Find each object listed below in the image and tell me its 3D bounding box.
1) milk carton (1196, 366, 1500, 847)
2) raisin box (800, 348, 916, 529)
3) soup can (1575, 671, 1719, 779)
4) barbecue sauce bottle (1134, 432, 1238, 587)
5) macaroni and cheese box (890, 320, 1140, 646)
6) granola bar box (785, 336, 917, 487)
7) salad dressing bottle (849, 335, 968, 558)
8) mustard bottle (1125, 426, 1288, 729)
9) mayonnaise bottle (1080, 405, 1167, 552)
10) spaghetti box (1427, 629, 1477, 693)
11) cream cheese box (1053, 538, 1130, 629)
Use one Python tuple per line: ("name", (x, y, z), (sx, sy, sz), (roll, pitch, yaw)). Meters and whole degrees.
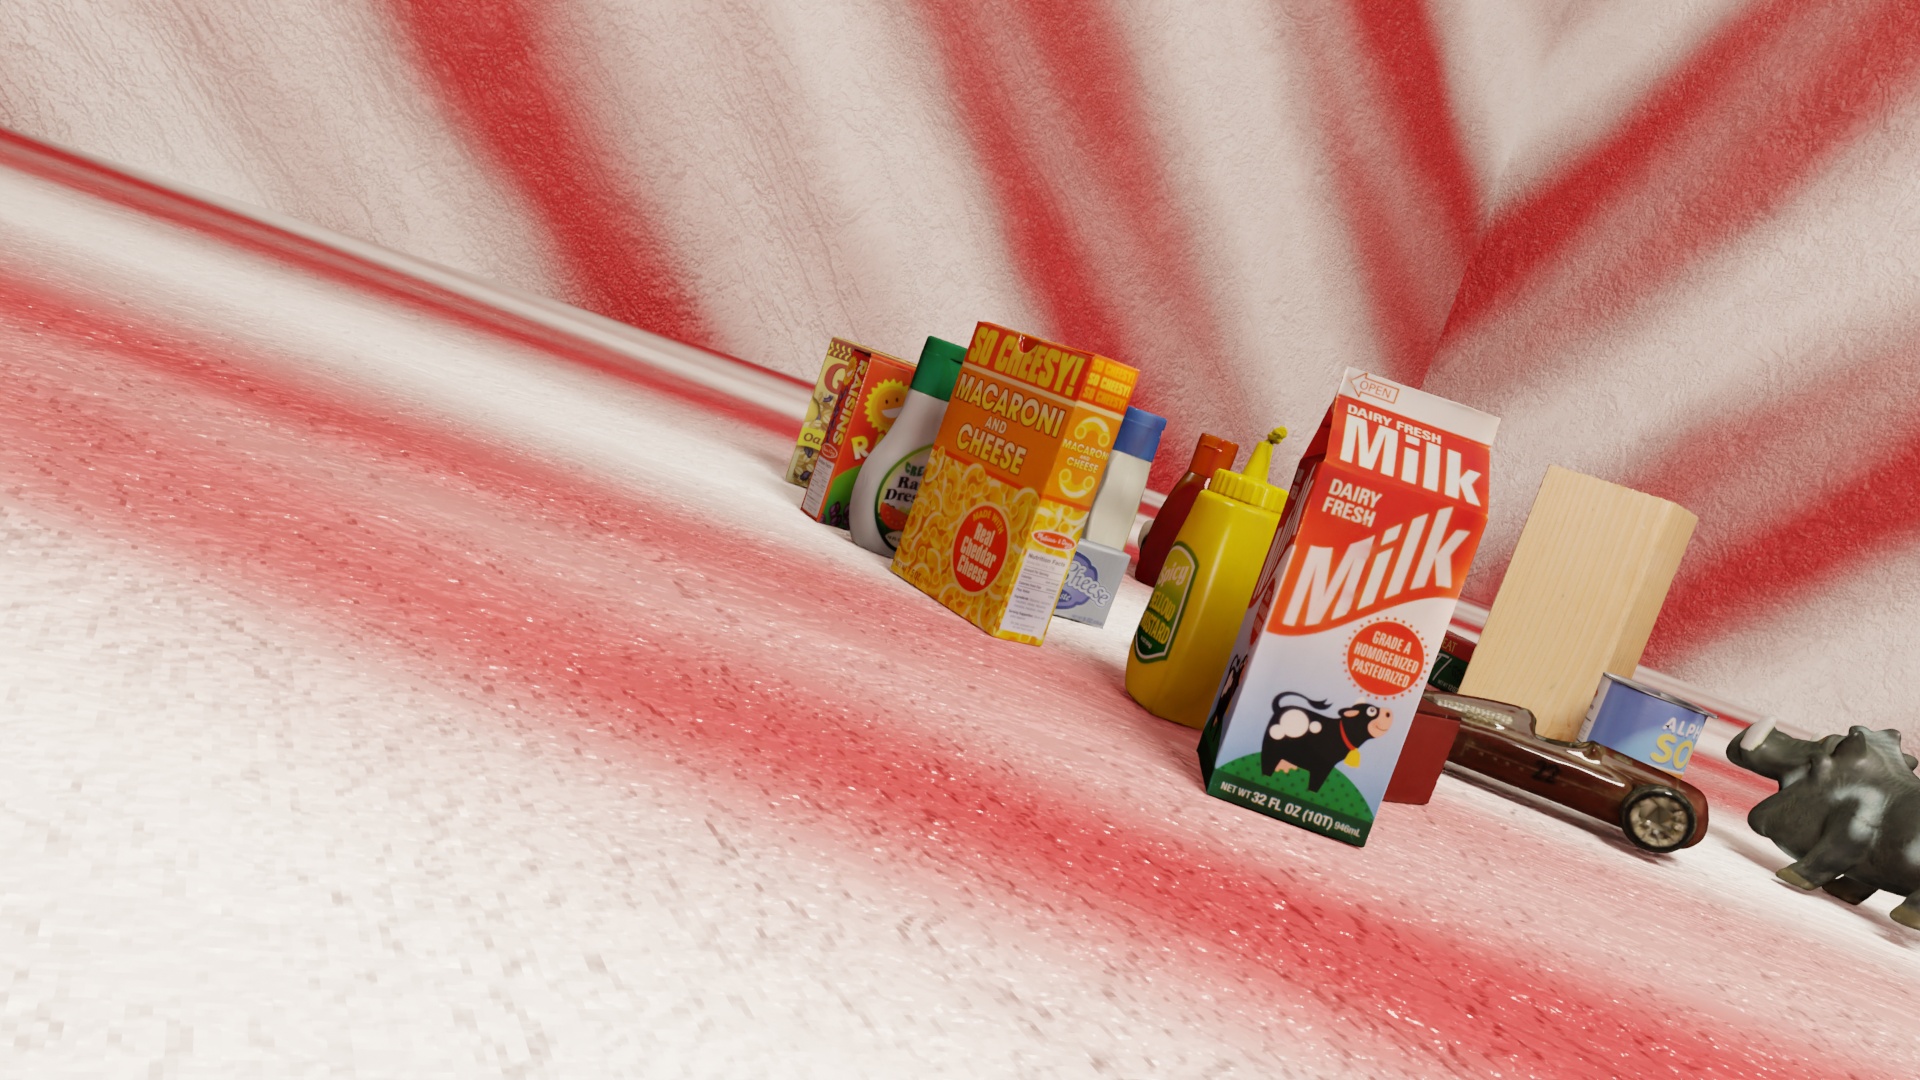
("milk carton", (0.169, 0.026, 0.606), (0.072, 0.190, 0.073), (20, 6, 4))
("raisin box", (-0.053, -0.065, 0.991), (0.086, 0.123, 0.040), (15, 7, -29))
("soup can", (0.437, 0.137, 0.898), (0.071, 0.083, 0.071), (19, 7, -2))
("barbecue sauce bottle", (0.212, -0.023, 1.270), (0.065, 0.148, 0.044), (23, 7, 29))
("macaroni and cheese box", (0.028, -0.038, 0.817), (0.040, 0.166, 0.124), (15, 8, -35))
("granola bar box", (-0.044, -0.080, 1.123), (0.166, 0.124, 0.039), (20, 6, 5))
("salad dressing bottle", (-0.029, -0.062, 0.928), (0.064, 0.147, 0.044), (15, 8, -33))
("mustard bottle", (0.133, 0.015, 0.719), (0.049, 0.160, 0.065), (17, 7, -17))
("mayonnaise bottle", (0.127, -0.035, 1.133), (0.041, 0.148, 0.065), (19, 6, -1))
("spaghetti box", (0.440, 0.107, 1.272), (0.029, 0.050, 0.250), (17, 7, -16))
("cream cheese box", (0.057, 0.020, 0.913), (0.104, 0.053, 0.024), (16, 7, -24))
